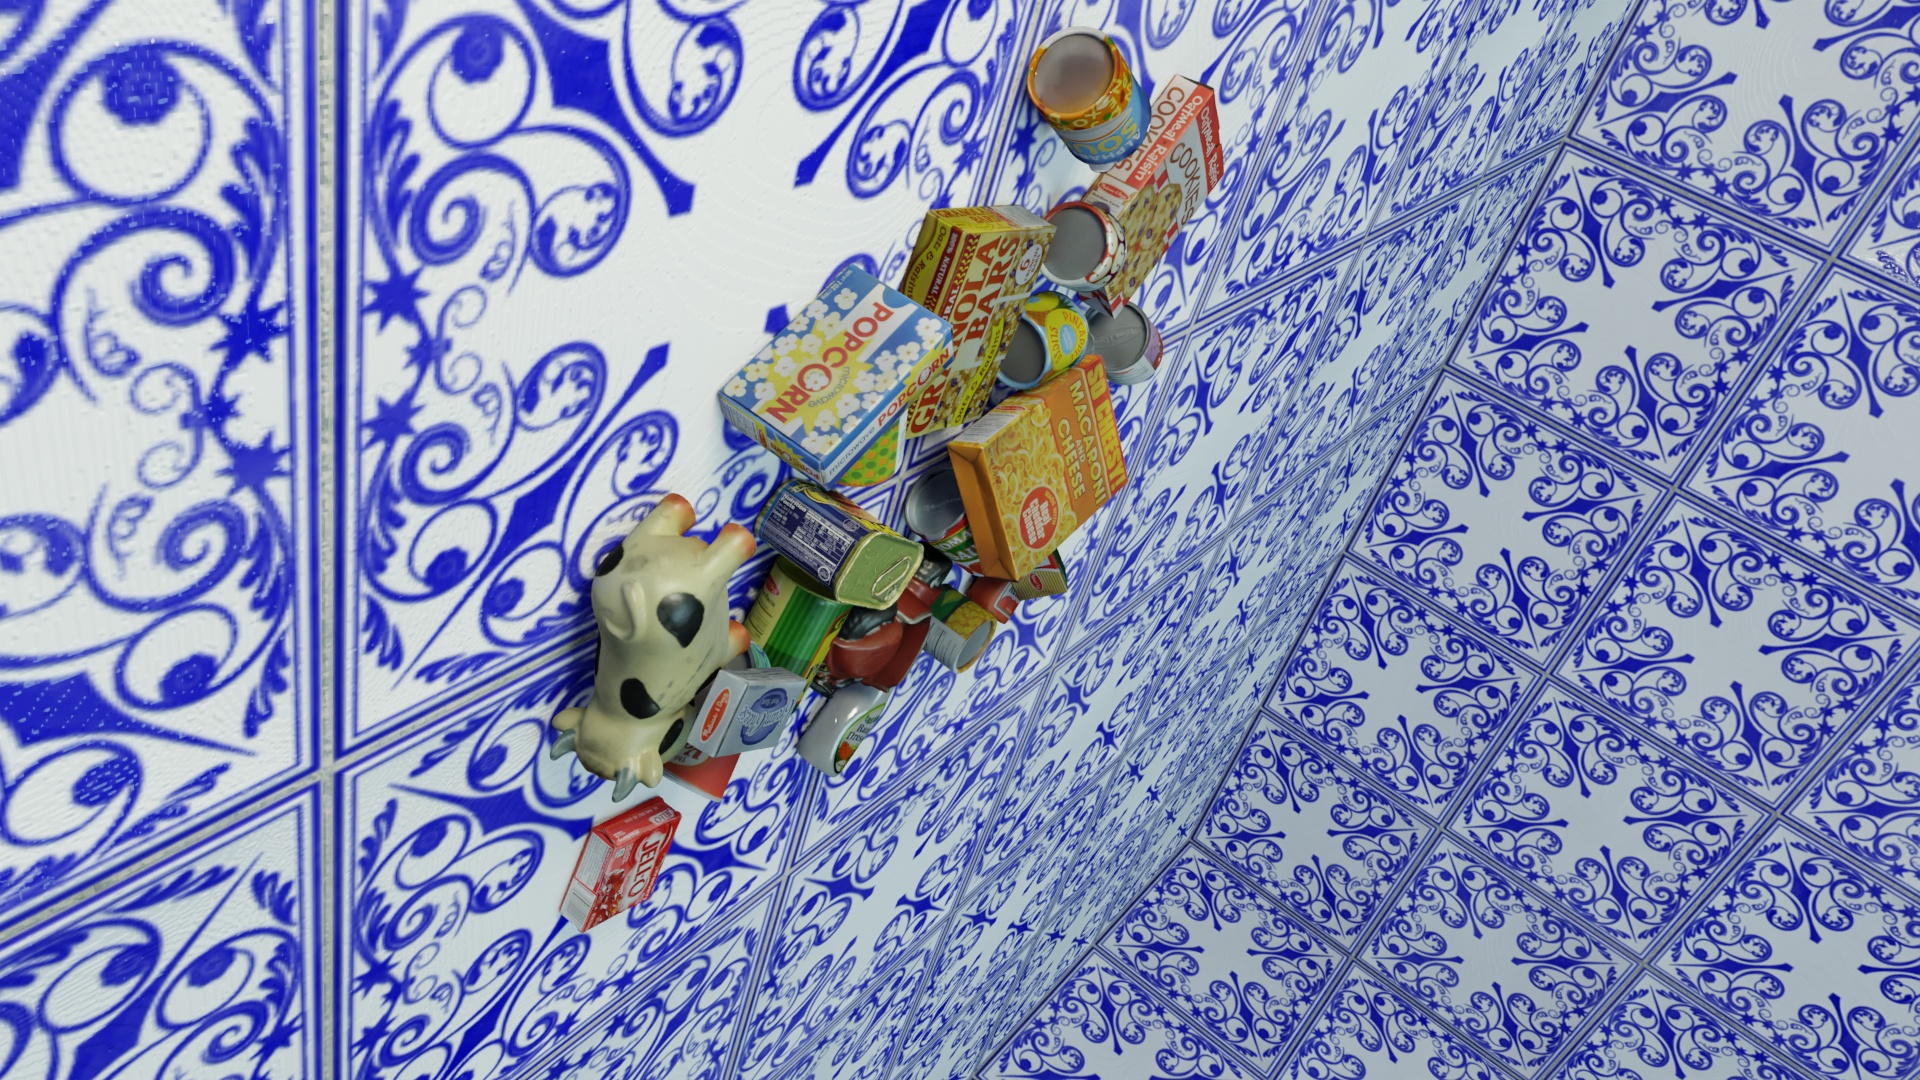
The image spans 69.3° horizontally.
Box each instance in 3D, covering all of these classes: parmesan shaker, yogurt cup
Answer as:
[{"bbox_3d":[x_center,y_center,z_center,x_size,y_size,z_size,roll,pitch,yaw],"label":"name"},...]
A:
[{"bbox_3d":[-0.129,0.070,1.029,0.102,0.071,0.071,-61,158,14],"label":"parmesan shaker"},{"bbox_3d":[-0.192,0.152,1.016,0.054,0.072,0.072,-61,159,-10],"label":"yogurt cup"}]

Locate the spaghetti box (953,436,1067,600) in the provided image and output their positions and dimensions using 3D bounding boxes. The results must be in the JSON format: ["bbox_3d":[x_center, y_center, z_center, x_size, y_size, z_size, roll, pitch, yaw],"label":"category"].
[{"bbox_3d":[0.048,-0.018,1.239,0.249,0.050,0.029,63,19,-56],"label":"spaghetti box"}]

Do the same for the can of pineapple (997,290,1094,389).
[{"bbox_3d":[0.060,-0.158,1.094,0.058,0.071,0.070,-33,149,-45],"label":"can of pineapple"}]

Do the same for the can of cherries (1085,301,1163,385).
[{"bbox_3d":[0.145,-0.180,1.249,0.071,0.071,0.058,-58,159,5],"label":"can of cherries"}]

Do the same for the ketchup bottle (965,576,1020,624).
[{"bbox_3d":[0.066,0.010,1.381,0.149,0.043,0.064,-55,152,-5],"label":"ketchup bottle"}]

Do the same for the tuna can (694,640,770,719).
[{"bbox_3d":[-0.168,0.094,0.979,0.071,0.071,0.032,-54,159,-4],"label":"tuna can"}]

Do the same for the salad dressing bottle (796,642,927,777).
[{"bbox_3d":[-0.087,0.140,1.244,0.148,0.044,0.064,-54,159,-5],"label":"salad dressing bottle"}]

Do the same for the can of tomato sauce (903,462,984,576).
[{"bbox_3d":[0.004,-0.014,1.145,0.071,0.071,0.083,-55,137,-3],"label":"can of tomato sauce"}]

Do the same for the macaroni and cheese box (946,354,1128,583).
[{"bbox_3d":[0.066,-0.062,1.128,0.167,0.040,0.123,-40,126,-39],"label":"macaroni and cheese box"}]

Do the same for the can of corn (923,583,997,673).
[{"bbox_3d":[-0.006,0.082,1.312,0.071,0.058,0.070,-45,156,-26],"label":"can of corn"}]

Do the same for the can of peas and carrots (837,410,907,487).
[{"bbox_3d":[-0.072,-0.078,0.938,0.071,0.071,0.058,-41,154,-34],"label":"can of peas and carrots"}]

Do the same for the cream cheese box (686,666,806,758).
[{"bbox_3d":[-0.140,0.112,0.921,0.053,0.024,0.104,-64,165,2],"label":"cream cheese box"}]

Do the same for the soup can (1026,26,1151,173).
[{"bbox_3d":[0.089,-0.300,0.950,0.071,0.071,0.084,-58,158,6],"label":"soup can"}]

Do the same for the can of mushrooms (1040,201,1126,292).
[{"bbox_3d":[0.092,-0.228,1.066,0.033,0.071,0.071,-4,125,-62],"label":"can of mushrooms"}]

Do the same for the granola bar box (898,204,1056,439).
[{"bbox_3d":[-0.003,-0.157,1.003,0.125,0.039,0.164,-22,140,-54],"label":"granola bar box"}]

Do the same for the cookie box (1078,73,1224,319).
[{"bbox_3d":[0.155,-0.282,1.154,0.167,0.040,0.122,-53,158,-7],"label":"cookie box"}]

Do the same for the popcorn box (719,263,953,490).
[{"bbox_3d":[-0.075,-0.103,0.864,0.127,0.085,0.038,-48,158,-20],"label":"popcorn box"}]
